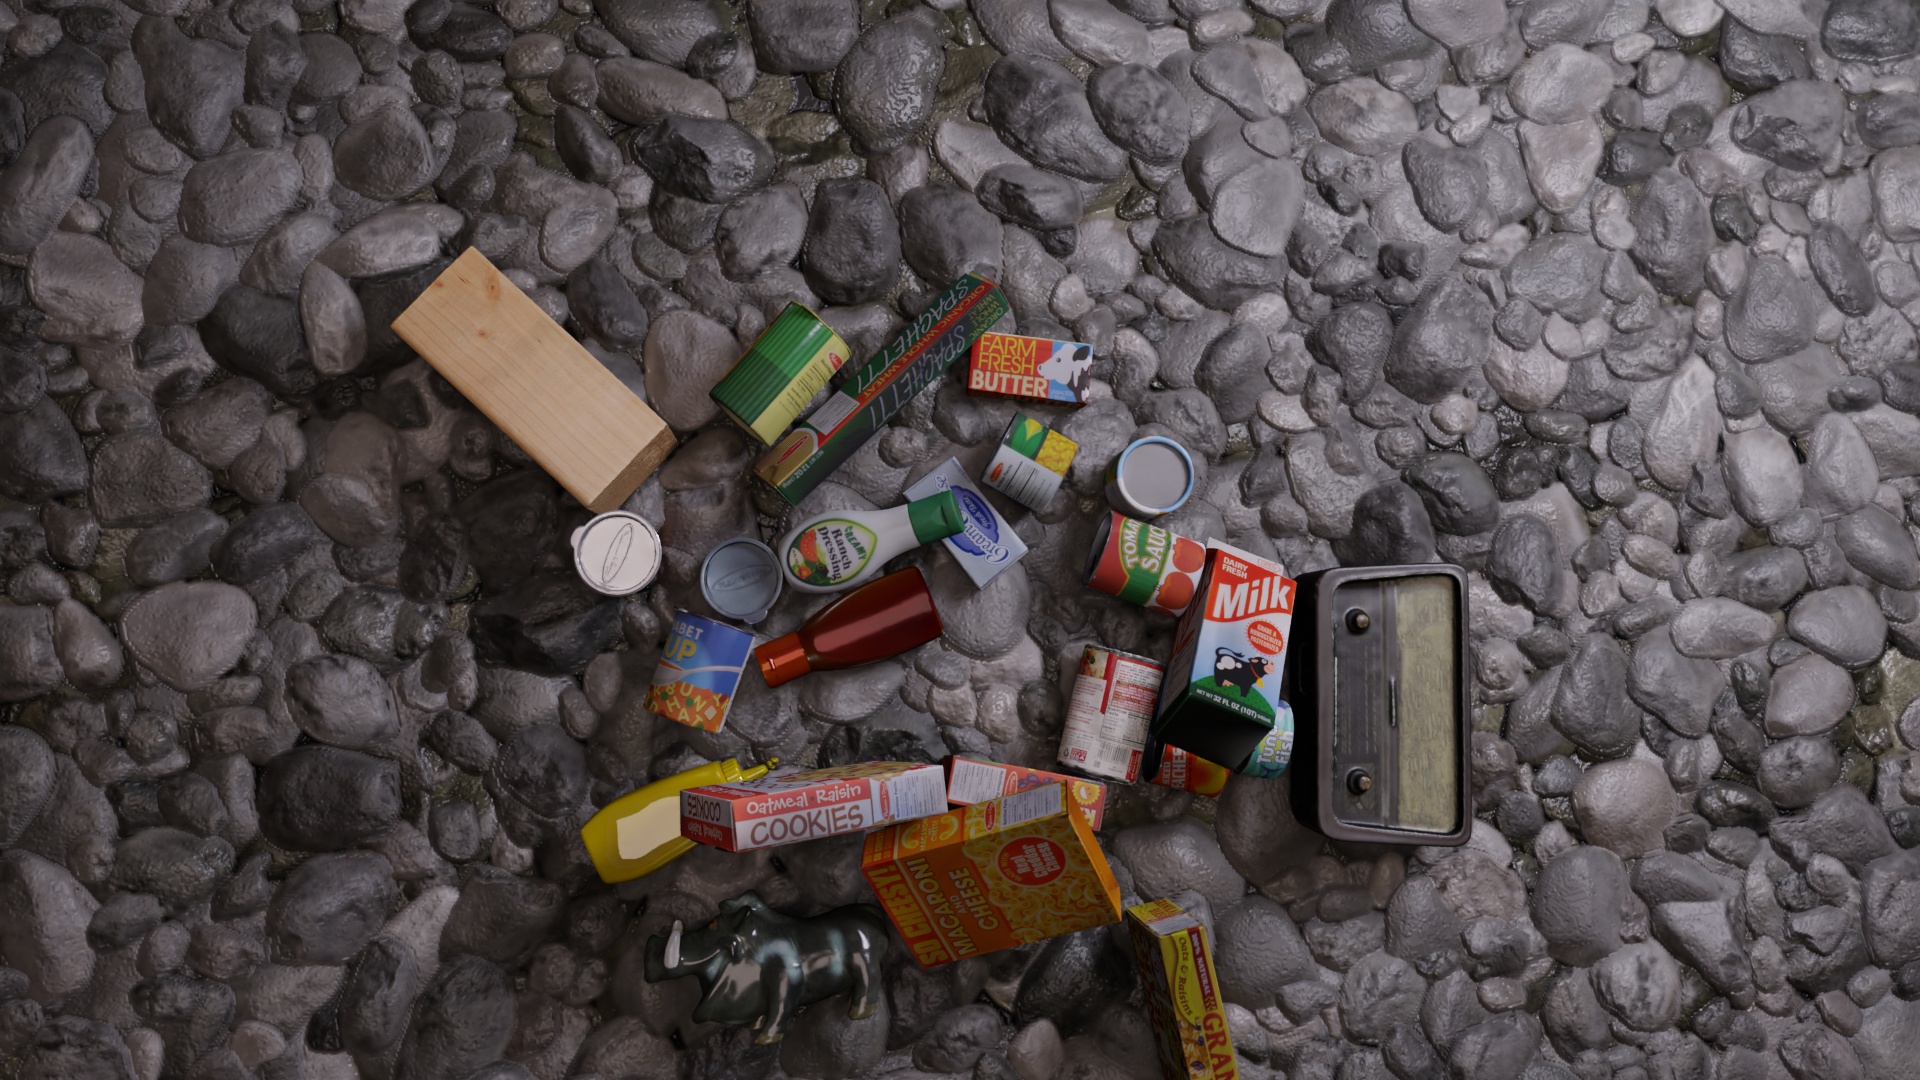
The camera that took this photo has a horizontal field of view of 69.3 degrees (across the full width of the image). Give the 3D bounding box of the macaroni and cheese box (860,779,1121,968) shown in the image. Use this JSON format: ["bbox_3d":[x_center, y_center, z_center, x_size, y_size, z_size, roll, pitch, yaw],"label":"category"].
[{"bbox_3d":[0.025,0.258,1.066,0.166,0.040,0.123,-18,120,14],"label":"macaroni and cheese box"}]

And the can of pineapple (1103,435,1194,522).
[{"bbox_3d":[0.157,-0.052,1.154,0.071,0.058,0.071,1,84,-5],"label":"can of pineapple"}]

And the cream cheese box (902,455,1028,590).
[{"bbox_3d":[0.004,-0.014,1.153,0.053,0.024,0.104,-39,88,-6],"label":"cream cheese box"}]

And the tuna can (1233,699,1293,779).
[{"bbox_3d":[0.246,0.161,1.133,0.033,0.071,0.071,10,84,-5],"label":"tuna can"}]

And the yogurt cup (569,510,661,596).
[{"bbox_3d":[-0.271,0.012,1.111,0.072,0.054,0.072,0,84,-5],"label":"yogurt cup"}]

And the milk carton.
[{"bbox_3d":[0.217,0.079,1.116,0.072,0.073,0.191,22,50,-3],"label":"milk carton"}]

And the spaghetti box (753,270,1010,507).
[{"bbox_3d":[-0.063,-0.127,1.144,0.250,0.050,0.028,-43,127,-8],"label":"spaghetti box"}]

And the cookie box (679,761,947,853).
[{"bbox_3d":[-0.113,0.198,1.044,0.168,0.122,0.040,-4,86,-29],"label":"cookie box"}]

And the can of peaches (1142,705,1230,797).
[{"bbox_3d":[0.185,0.172,1.127,0.058,0.071,0.071,14,83,-4],"label":"can of peaches"}]

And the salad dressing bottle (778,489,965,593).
[{"bbox_3d":[-0.071,-0.002,1.121,0.147,0.044,0.064,-18,91,5],"label":"salad dressing bottle"}]

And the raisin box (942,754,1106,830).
[{"bbox_3d":[0.047,0.200,1.104,0.123,0.086,0.040,12,79,-4],"label":"raisin box"}]

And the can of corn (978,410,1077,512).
[{"bbox_3d":[0.057,-0.066,1.144,0.058,0.071,0.071,29,83,-2],"label":"can of corn"}]

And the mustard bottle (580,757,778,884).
[{"bbox_3d":[-0.215,0.213,1.098,0.160,0.048,0.065,-25,85,-8],"label":"mustard bottle"}]

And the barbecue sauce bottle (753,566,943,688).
[{"bbox_3d":[-0.092,0.075,1.126,0.149,0.043,0.065,-22,86,-6],"label":"barbecue sauce bottle"}]

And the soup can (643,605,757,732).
[{"bbox_3d":[-0.209,0.102,1.100,0.071,0.071,0.084,20,83,-3],"label":"soup can"}]

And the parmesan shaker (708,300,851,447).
[{"bbox_3d":[-0.148,-0.136,1.129,0.071,0.071,0.103,41,83,0],"label":"parmesan shaker"}]

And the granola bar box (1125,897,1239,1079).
[{"bbox_3d":[0.175,0.373,1.077,0.039,0.124,0.165,-12,85,-6],"label":"granola bar box"}]

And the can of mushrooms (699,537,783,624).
[{"bbox_3d":[-0.176,0.034,1.128,0.071,0.033,0.071,1,84,-6],"label":"can of mushrooms"}]

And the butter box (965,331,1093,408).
[{"bbox_3d":[0.058,-0.144,1.172,0.103,0.024,0.053,6,83,-5],"label":"butter box"}]

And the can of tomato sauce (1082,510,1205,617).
[{"bbox_3d":[0.151,0.019,1.140,0.083,0.071,0.071,19,83,-3],"label":"can of tomato sauce"}]
